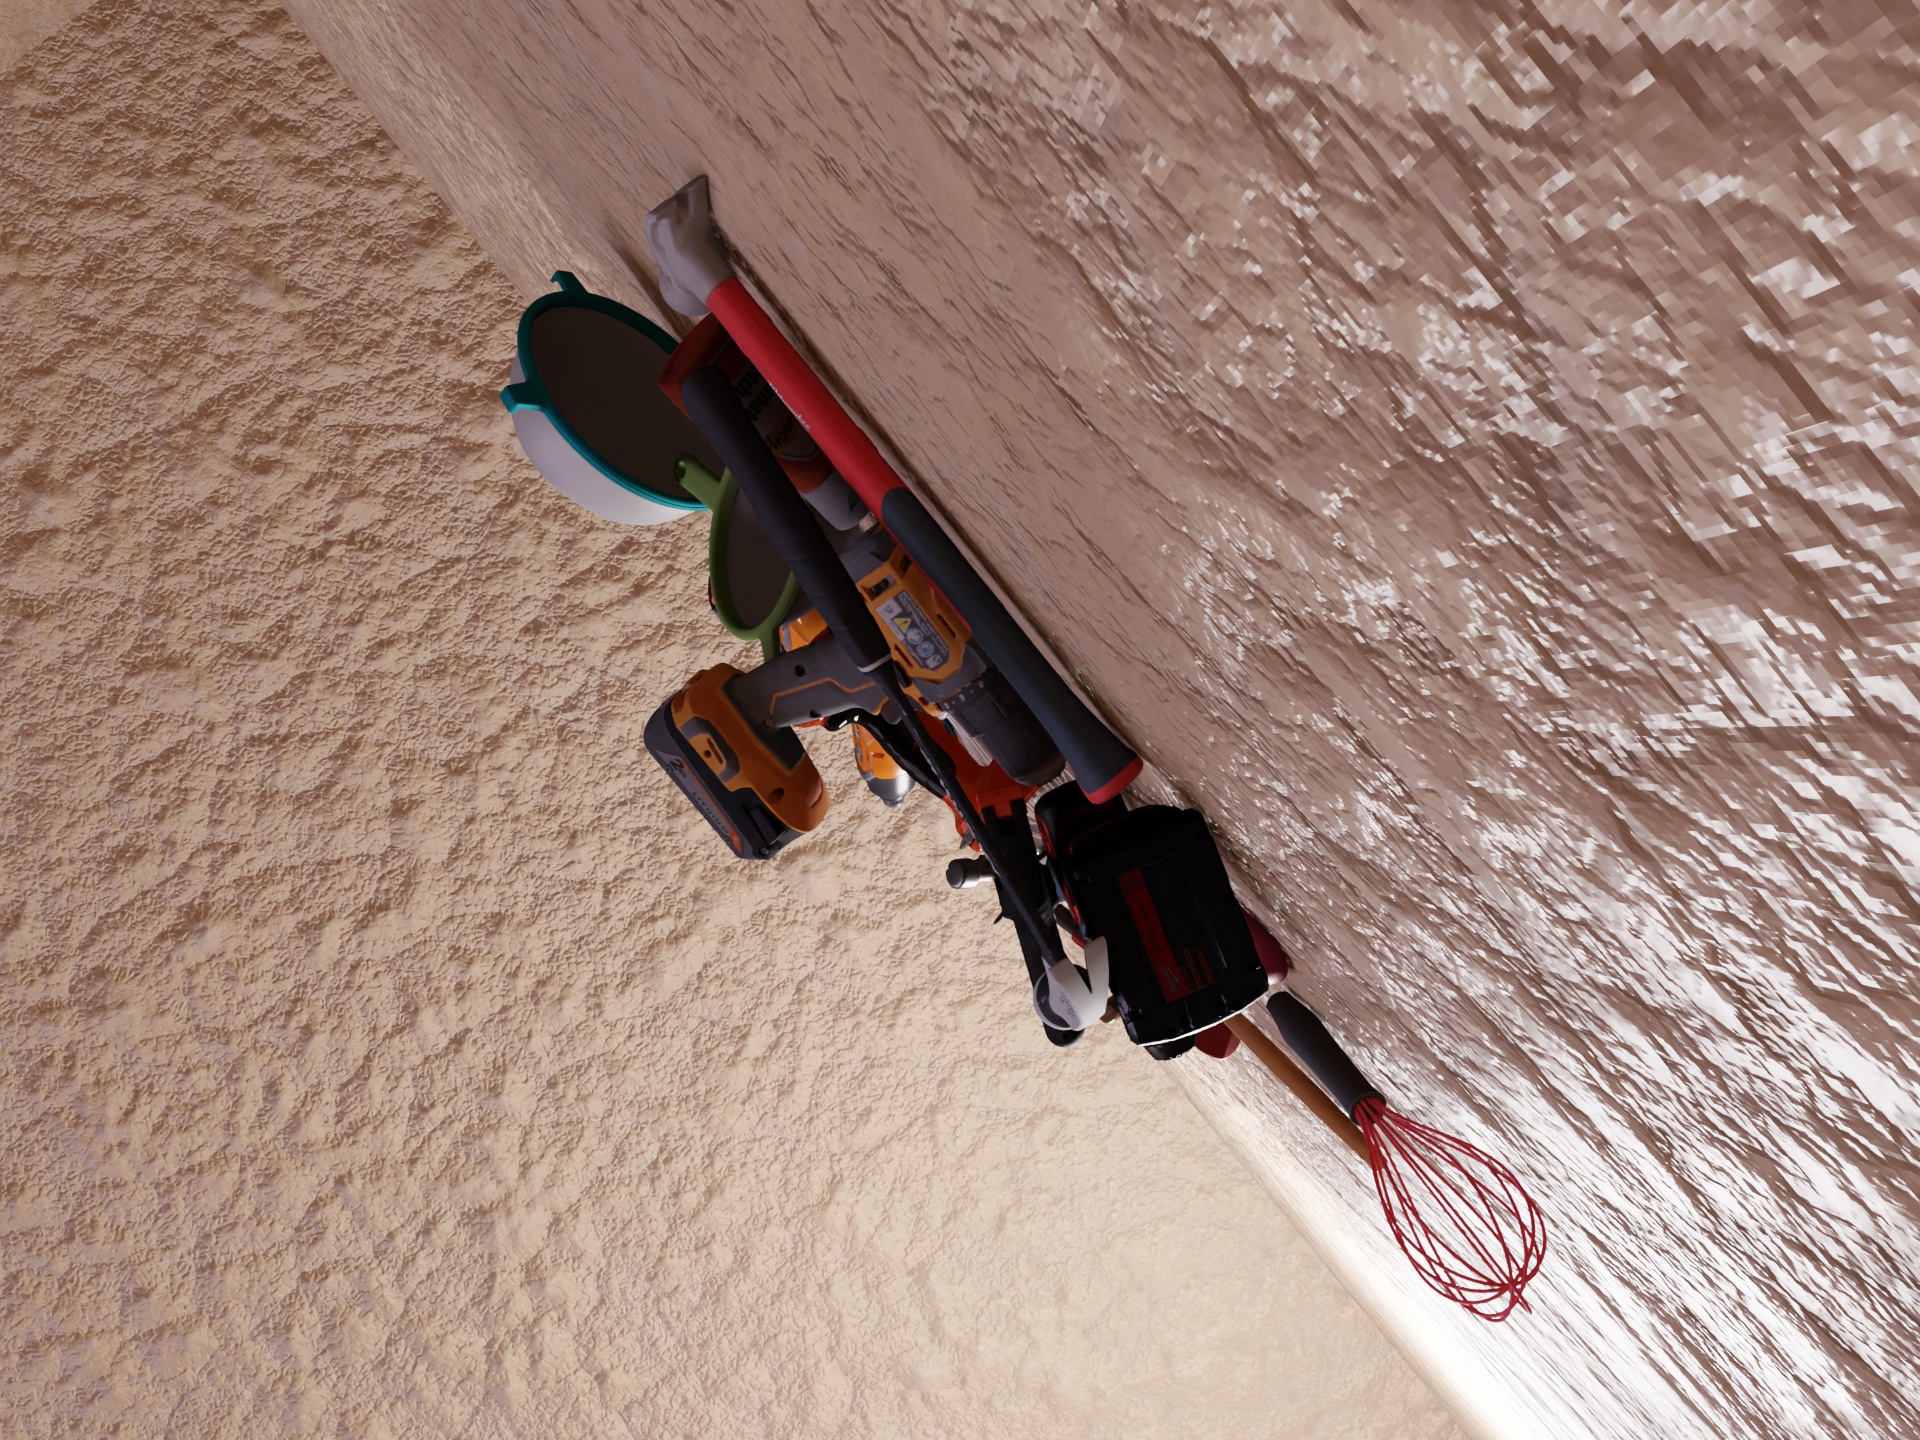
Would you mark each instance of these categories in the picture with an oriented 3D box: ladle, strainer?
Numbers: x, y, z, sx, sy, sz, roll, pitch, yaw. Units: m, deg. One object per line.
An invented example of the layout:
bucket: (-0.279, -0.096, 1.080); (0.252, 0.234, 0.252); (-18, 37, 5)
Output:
ladle: (0.139, 0.112, 1.075); (0.069, 0.031, 0.315); (58, 175, -16)
strainer: (-0.237, -0.199, 1.303); (0.340, 0.095, 0.211); (36, -145, -28)
strainer: (-0.136, -0.146, 1.132); (0.069, 0.151, 0.257); (6, -161, -31)

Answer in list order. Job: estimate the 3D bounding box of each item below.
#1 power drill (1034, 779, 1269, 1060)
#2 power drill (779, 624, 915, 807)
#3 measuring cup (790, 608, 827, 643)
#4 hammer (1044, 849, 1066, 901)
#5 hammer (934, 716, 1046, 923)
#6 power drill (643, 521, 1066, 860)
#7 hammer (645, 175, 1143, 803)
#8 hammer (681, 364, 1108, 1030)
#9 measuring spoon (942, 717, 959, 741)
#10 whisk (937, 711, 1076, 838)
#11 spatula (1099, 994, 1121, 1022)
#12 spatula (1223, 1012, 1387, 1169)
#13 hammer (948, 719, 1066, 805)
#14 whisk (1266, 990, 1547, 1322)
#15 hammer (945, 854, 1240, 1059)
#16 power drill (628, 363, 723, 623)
power drill: (0.109, 0.128, 0.937); (0.227, 0.080, 0.188); (-175, 63, -86)
power drill: (-0.104, -0.028, 1.535); (0.227, 0.084, 0.164); (55, 158, 41)
measuring cup: (-0.117, -0.088, 1.282); (0.095, 0.052, 0.173); (48, 172, 11)
hammer: (0.071, 0.129, 1.408); (0.331, 0.033, 0.128); (34, 141, 62)
hammer: (-0.025, 0.010, 1.322); (0.337, 0.034, 0.127); (58, 158, 30)
power drill: (-0.060, 0.001, 0.980); (0.185, 0.226, 0.084); (52, -154, -11)
hammer: (-0.031, -0.113, 0.843); (0.386, 0.038, 0.143); (51, 173, -4)
hammer: (-0.038, -0.018, 0.844); (0.409, 0.036, 0.149); (58, 172, 10)
measuring spoon: (-0.025, -0.032, 1.371); (0.129, 0.021, 0.042); (59, 161, 22)
whisk: (-0.002, -0.004, 1.183); (0.246, 0.058, 0.059); (44, -162, 7)
spatula: (0.146, 0.194, 1.172); (0.060, 0.018, 0.315); (49, -167, 14)
spatula: (0.222, 0.256, 1.293); (0.323, 0.041, 0.080); (44, 164, 44)
hammer: (0.015, 0.016, 1.405); (0.146, 0.038, 0.411); (53, 174, -11)
whisk: (0.239, 0.229, 0.897); (0.073, 0.073, 0.296); (52, -179, -23)
hammer: (0.143, 0.218, 1.541); (0.149, 0.036, 0.359); (2, -159, -39)
power drill: (-0.234, -0.197, 1.408); (0.219, 0.143, 0.079); (50, -164, -14)
